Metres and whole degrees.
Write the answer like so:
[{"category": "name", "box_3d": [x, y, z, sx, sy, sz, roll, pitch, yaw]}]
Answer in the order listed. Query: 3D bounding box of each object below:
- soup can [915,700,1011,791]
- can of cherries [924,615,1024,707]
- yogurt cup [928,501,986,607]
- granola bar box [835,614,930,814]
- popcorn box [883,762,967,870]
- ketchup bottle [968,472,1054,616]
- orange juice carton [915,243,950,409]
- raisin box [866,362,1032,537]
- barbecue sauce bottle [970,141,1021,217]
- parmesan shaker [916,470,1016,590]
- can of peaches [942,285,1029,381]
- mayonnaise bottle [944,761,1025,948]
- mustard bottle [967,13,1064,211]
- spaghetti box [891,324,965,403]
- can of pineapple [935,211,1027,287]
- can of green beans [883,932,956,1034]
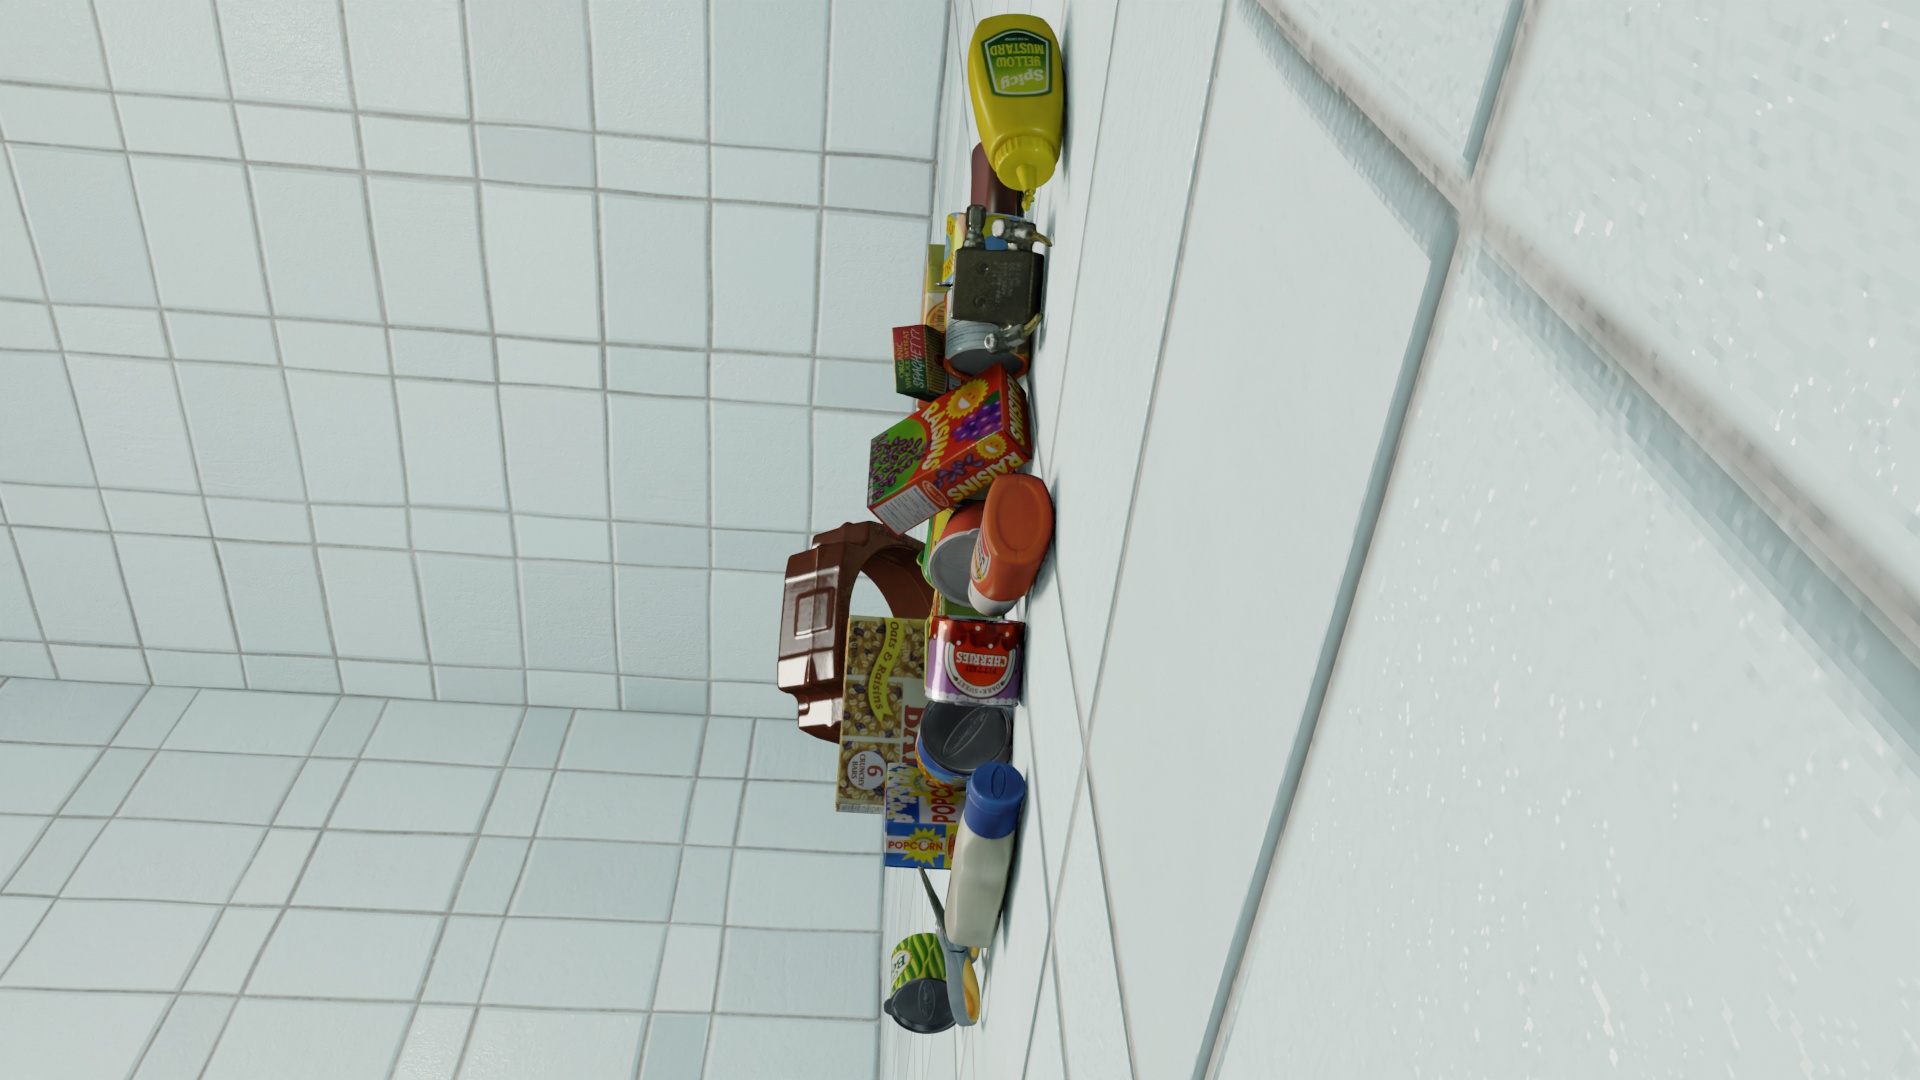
[{"category": "soup can", "box_3d": [0.003, 0.150, 1.033, 0.083, 0.071, 0.071, 103, 170, -70]}, {"category": "can of cherries", "box_3d": [0.011, 0.083, 0.965, 0.071, 0.071, 0.058, -177, 92, -86]}, {"category": "yogurt cup", "box_3d": [0.013, 0.008, 1.017, 0.054, 0.072, 0.072, -78, -4, -55]}, {"category": "granola bar box", "box_3d": [-0.040, 0.150, 1.191, 0.039, 0.124, 0.166, 109, 164, -68]}, {"category": "popcorn box", "box_3d": [-0.016, 0.210, 1.067, 0.127, 0.085, 0.038, -103, 16, -79]}, {"category": "ketchup bottle", "box_3d": [0.030, 0.011, 0.914, 0.148, 0.043, 0.065, 103, 171, -68]}, {"category": "orange juice carton", "box_3d": [-0.004, -0.189, 1.348, 0.191, 0.073, 0.072, 98, 174, -50]}, {"category": "raisin box", "box_3d": [-0.009, -0.067, 1.027, 0.040, 0.123, 0.086, 46, -154, -32]}, {"category": "barbecue sauce bottle", "box_3d": [0.028, -0.262, 1.181, 0.065, 0.044, 0.148, 150, 123, -79]}, {"category": "parmesan shaker", "box_3d": [0.004, -0.014, 1.096, 0.072, 0.071, 0.102, -91, 6, -47]}, {"category": "can of peaches", "box_3d": [0.021, -0.156, 1.050, 0.071, 0.071, 0.058, 105, 167, -70]}, {"category": "mayonnaise bottle", "box_3d": [0.016, 0.211, 0.944, 0.065, 0.041, 0.147, -81, 0, -50]}, {"category": "mustard bottle", "box_3d": [0.041, -0.284, 0.930, 0.048, 0.065, 0.161, 90, 175, -60]}, {"category": "spaghetti box", "box_3d": [-0.007, -0.135, 1.136, 0.250, 0.028, 0.050, -4, -89, -76]}, {"category": "can of pineapple", "box_3d": [0.018, -0.231, 1.117, 0.071, 0.071, 0.057, -123, 37, -83]}, {"category": "can of green beans", "box_3d": [-0.030, 0.391, 1.230, 0.058, 0.071, 0.071, -94, 9, -63]}]
